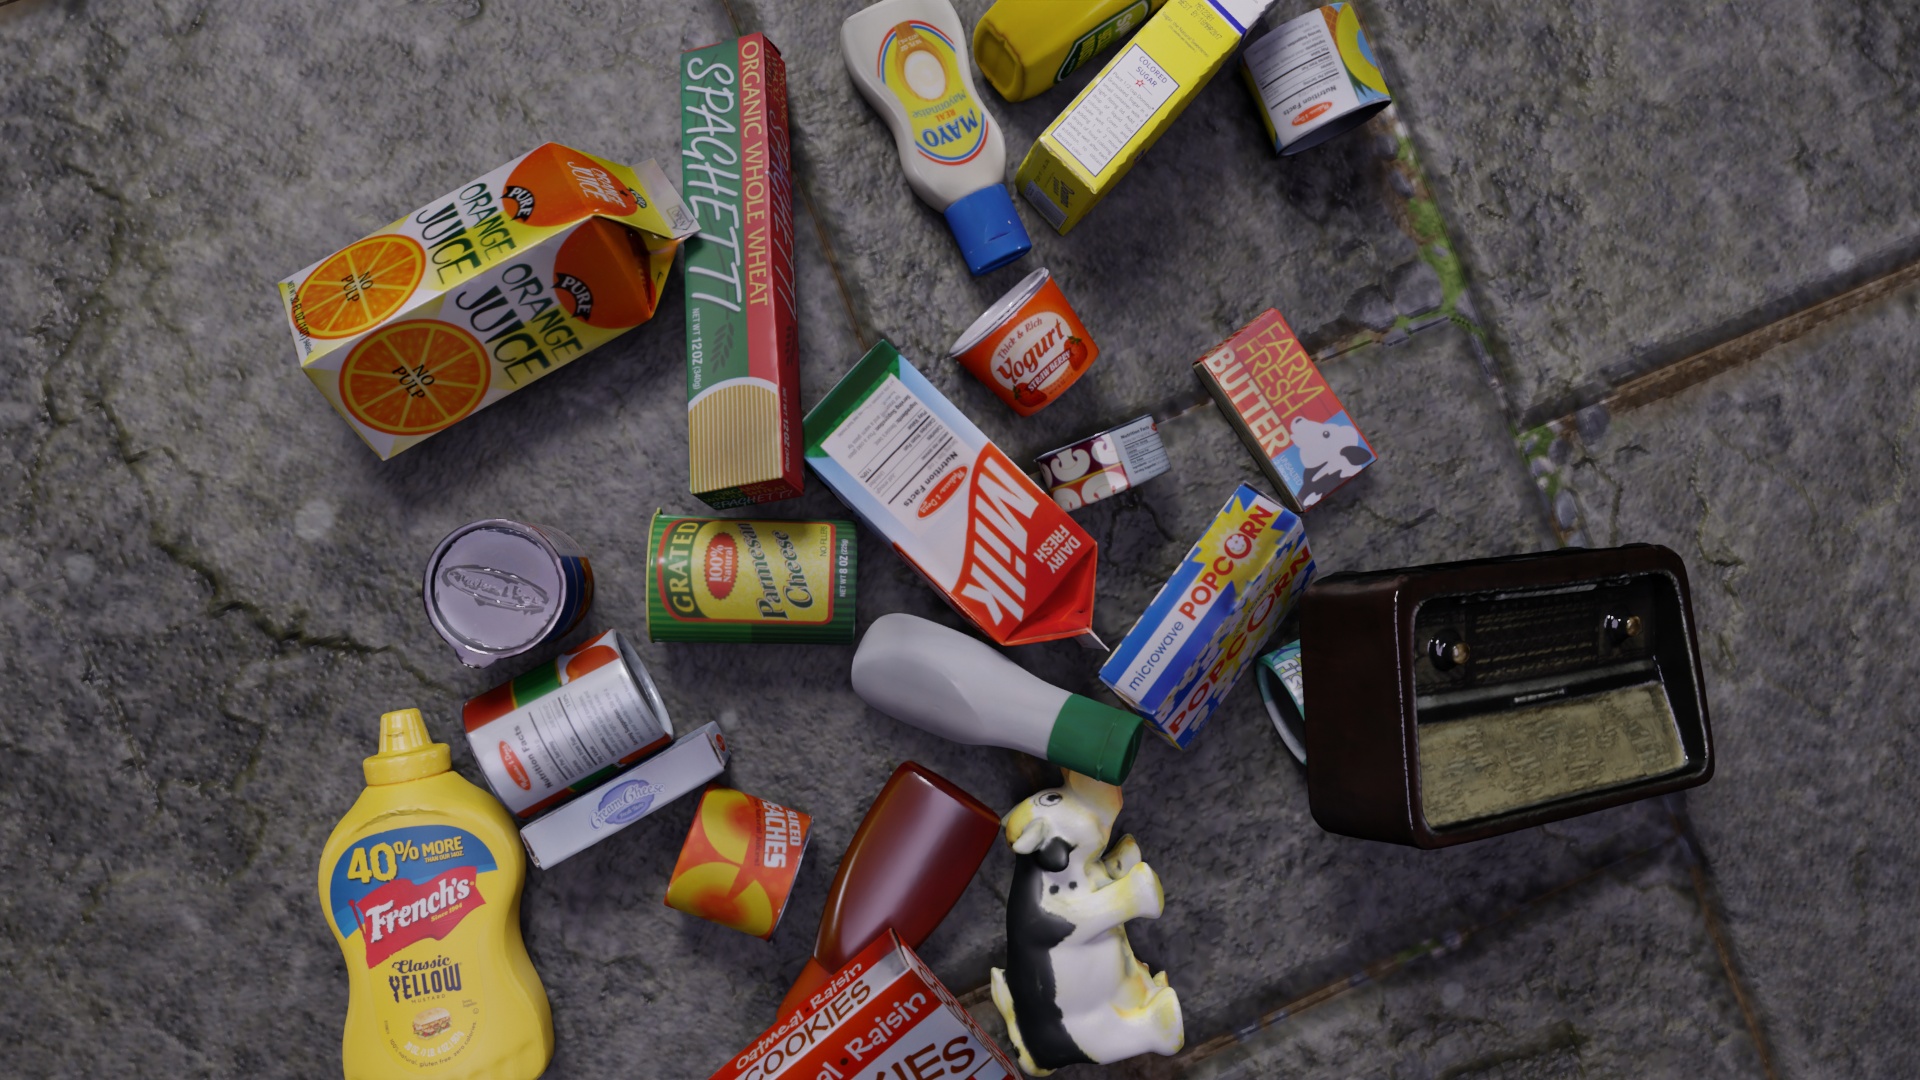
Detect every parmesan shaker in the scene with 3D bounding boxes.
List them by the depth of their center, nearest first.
[{"bbox_3d":[-0.105,0.018,0.712,0.103,0.071,0.071,1,89,-6],"label":"parmesan shaker"}]

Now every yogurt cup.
[{"bbox_3d":[0.036,-0.102,0.732,0.072,0.072,0.054,-44,101,-5],"label":"yogurt cup"}]

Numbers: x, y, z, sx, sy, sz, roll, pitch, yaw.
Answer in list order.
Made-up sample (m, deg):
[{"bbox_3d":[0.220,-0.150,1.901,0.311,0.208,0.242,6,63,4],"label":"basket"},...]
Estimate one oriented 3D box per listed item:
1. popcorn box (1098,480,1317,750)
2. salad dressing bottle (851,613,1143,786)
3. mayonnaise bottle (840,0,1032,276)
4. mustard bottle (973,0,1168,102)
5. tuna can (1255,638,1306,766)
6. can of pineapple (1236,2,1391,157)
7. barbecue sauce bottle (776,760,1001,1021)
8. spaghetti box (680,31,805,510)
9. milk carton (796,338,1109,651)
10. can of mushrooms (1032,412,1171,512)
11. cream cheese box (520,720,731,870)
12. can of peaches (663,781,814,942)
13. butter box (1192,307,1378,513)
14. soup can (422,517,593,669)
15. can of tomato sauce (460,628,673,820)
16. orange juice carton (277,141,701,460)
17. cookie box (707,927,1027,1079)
[{"bbox_3d":[0.131,0.042,0.725,0.038,0.085,0.127,35,84,29],"label":"popcorn box"},{"bbox_3d":[0.018,0.082,0.705,0.148,0.064,0.044,19,48,20],"label":"salad dressing bottle"},{"bbox_3d":[-0.008,-0.216,0.741,0.065,0.041,0.148,-25,91,-8],"label":"mayonnaise bottle"},{"bbox_3d":[0.081,-0.298,0.743,0.160,0.065,0.049,-37,89,-10],"label":"mustard bottle"},{"bbox_3d":[0.187,0.085,0.739,0.033,0.071,0.071,-24,91,-6],"label":"tuna can"},{"bbox_3d":[0.192,-0.249,0.753,0.071,0.071,0.058,-24,91,-6],"label":"can of pineapple"},{"bbox_3d":[-0.042,0.193,0.725,0.065,0.043,0.148,32,86,-4],"label":"barbecue sauce bottle"},{"bbox_3d":[-0.111,-0.140,0.696,0.050,0.028,0.250,-9,73,15],"label":"spaghetti box"},{"bbox_3d":[0.003,-0.009,0.721,0.190,0.072,0.073,43,85,-2],"label":"milk carton"},{"bbox_3d":[0.074,-0.040,0.734,0.071,0.071,0.033,-23,92,-6],"label":"can of mushrooms"},{"bbox_3d":[-0.168,0.129,0.708,0.104,0.053,0.024,-28,90,-6],"label":"cream cheese box"},{"bbox_3d":[-0.112,0.161,0.705,0.058,0.071,0.071,20,87,-5],"label":"can of peaches"},{"bbox_3d":[0.178,-0.071,0.766,0.053,0.024,0.103,-35,92,-5],"label":"butter box"},{"bbox_3d":[-0.223,0.025,0.689,0.071,0.084,0.071,0,89,-6],"label":"soup can"},{"bbox_3d":[-0.197,0.091,0.701,0.083,0.071,0.071,-28,92,-6],"label":"can of tomato sauce"},{"bbox_3d":[-0.225,-0.128,0.687,0.193,0.072,0.072,-30,53,-6],"label":"orange juice carton"},{"bbox_3d":[-0.031,0.296,0.702,0.123,0.040,0.167,-39,111,-5],"label":"cookie box"}]
